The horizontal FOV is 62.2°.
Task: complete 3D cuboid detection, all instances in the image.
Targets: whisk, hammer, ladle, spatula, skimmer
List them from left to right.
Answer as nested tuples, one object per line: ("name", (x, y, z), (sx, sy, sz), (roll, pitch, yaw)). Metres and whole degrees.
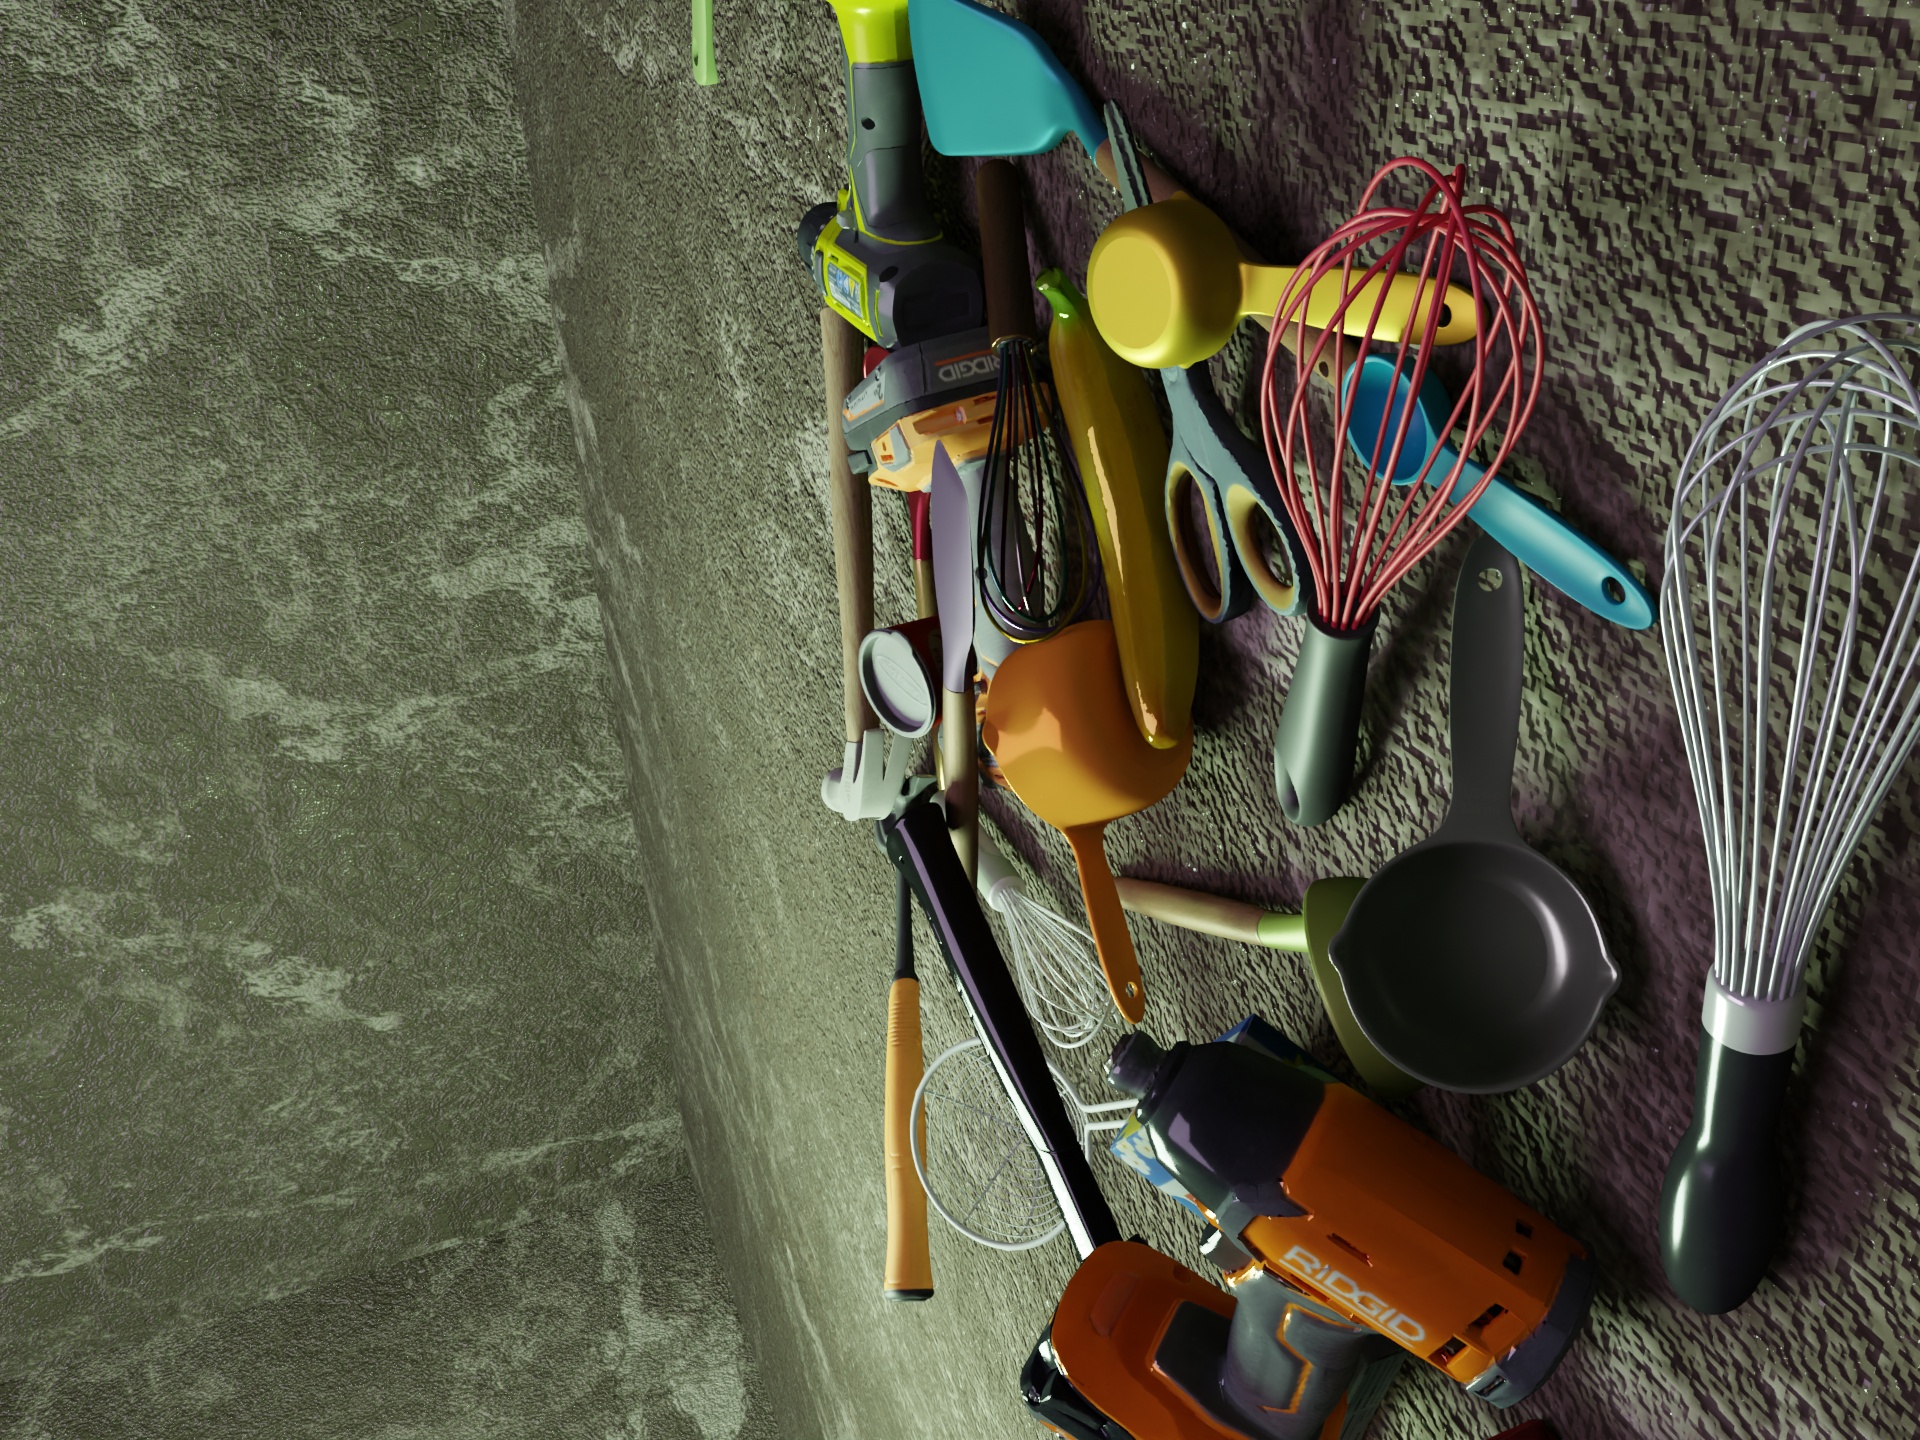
("hammer", (-0.067, -0.100, 1.021), (0.130, 0.031, 0.331), (-177, 84, -72))
("hammer", (-0.035, 0.203, 1.046), (0.127, 0.034, 0.337), (110, 160, -68))
("ladle", (-0.020, -0.076, 0.979), (0.069, 0.031, 0.315), (29, 132, 51))
("spatula", (-0.001, -0.002, 0.777), (0.315, 0.018, 0.060), (88, 164, -46))
("whisk", (0.022, -0.148, 0.715), (0.047, 0.051, 0.245), (-34, 55, 53))
("whisk", (0.031, 0.105, 0.926), (0.059, 0.057, 0.247), (-59, 32, 14))
("hammer", (0.043, 0.197, 0.787), (0.335, 0.035, 0.146), (66, 152, 10))
("skimmer", (0.058, 0.217, 0.839), (0.363, 0.090, 0.127), (132, 124, -68))
("spatula", (0.061, -0.207, 0.625), (0.082, 0.044, 0.318), (79, 164, -46))
("ladle", (0.109, 0.091, 0.665), (0.078, 0.062, 0.320), (62, 166, -7))
("whisk", (0.121, -0.045, 0.492), (0.295, 0.073, 0.073), (82, 166, -57))
("whisk", (0.196, 0.042, 0.383), (0.070, 0.070, 0.284), (-132, 29, -56))

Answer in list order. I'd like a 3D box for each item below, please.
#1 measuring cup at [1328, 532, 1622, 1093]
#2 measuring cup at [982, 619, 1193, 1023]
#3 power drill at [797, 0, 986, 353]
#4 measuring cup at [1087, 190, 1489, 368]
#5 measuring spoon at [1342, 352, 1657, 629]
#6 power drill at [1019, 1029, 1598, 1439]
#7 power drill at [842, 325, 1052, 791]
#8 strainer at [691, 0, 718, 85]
("measuring cup", (0.159, 0.028, 0.489), (0.038, 0.083, 0.167), (22, -108, -74))
("measuring cup", (0.070, 0.040, 0.681), (0.052, 0.095, 0.174), (-28, 69, 44))
("power drill", (-0.053, -0.319, 0.841), (0.191, 0.080, 0.228), (-129, 29, -53))
("measuring cup", (0.099, -0.138, 0.520), (0.157, 0.029, 0.062), (25, 128, 48))
("measuring spoon", (0.162, -0.070, 0.471), (0.129, 0.021, 0.042), (51, 157, 37))
("power drill", (0.099, 0.205, 0.578), (0.164, 0.084, 0.226), (32, 137, 10))
("power drill", (0.009, -0.070, 0.822), (0.185, 0.084, 0.226), (171, 82, -72))
("strainer", (-0.132, -0.507, 0.960), (0.256, 0.069, 0.152), (100, 149, -51))
